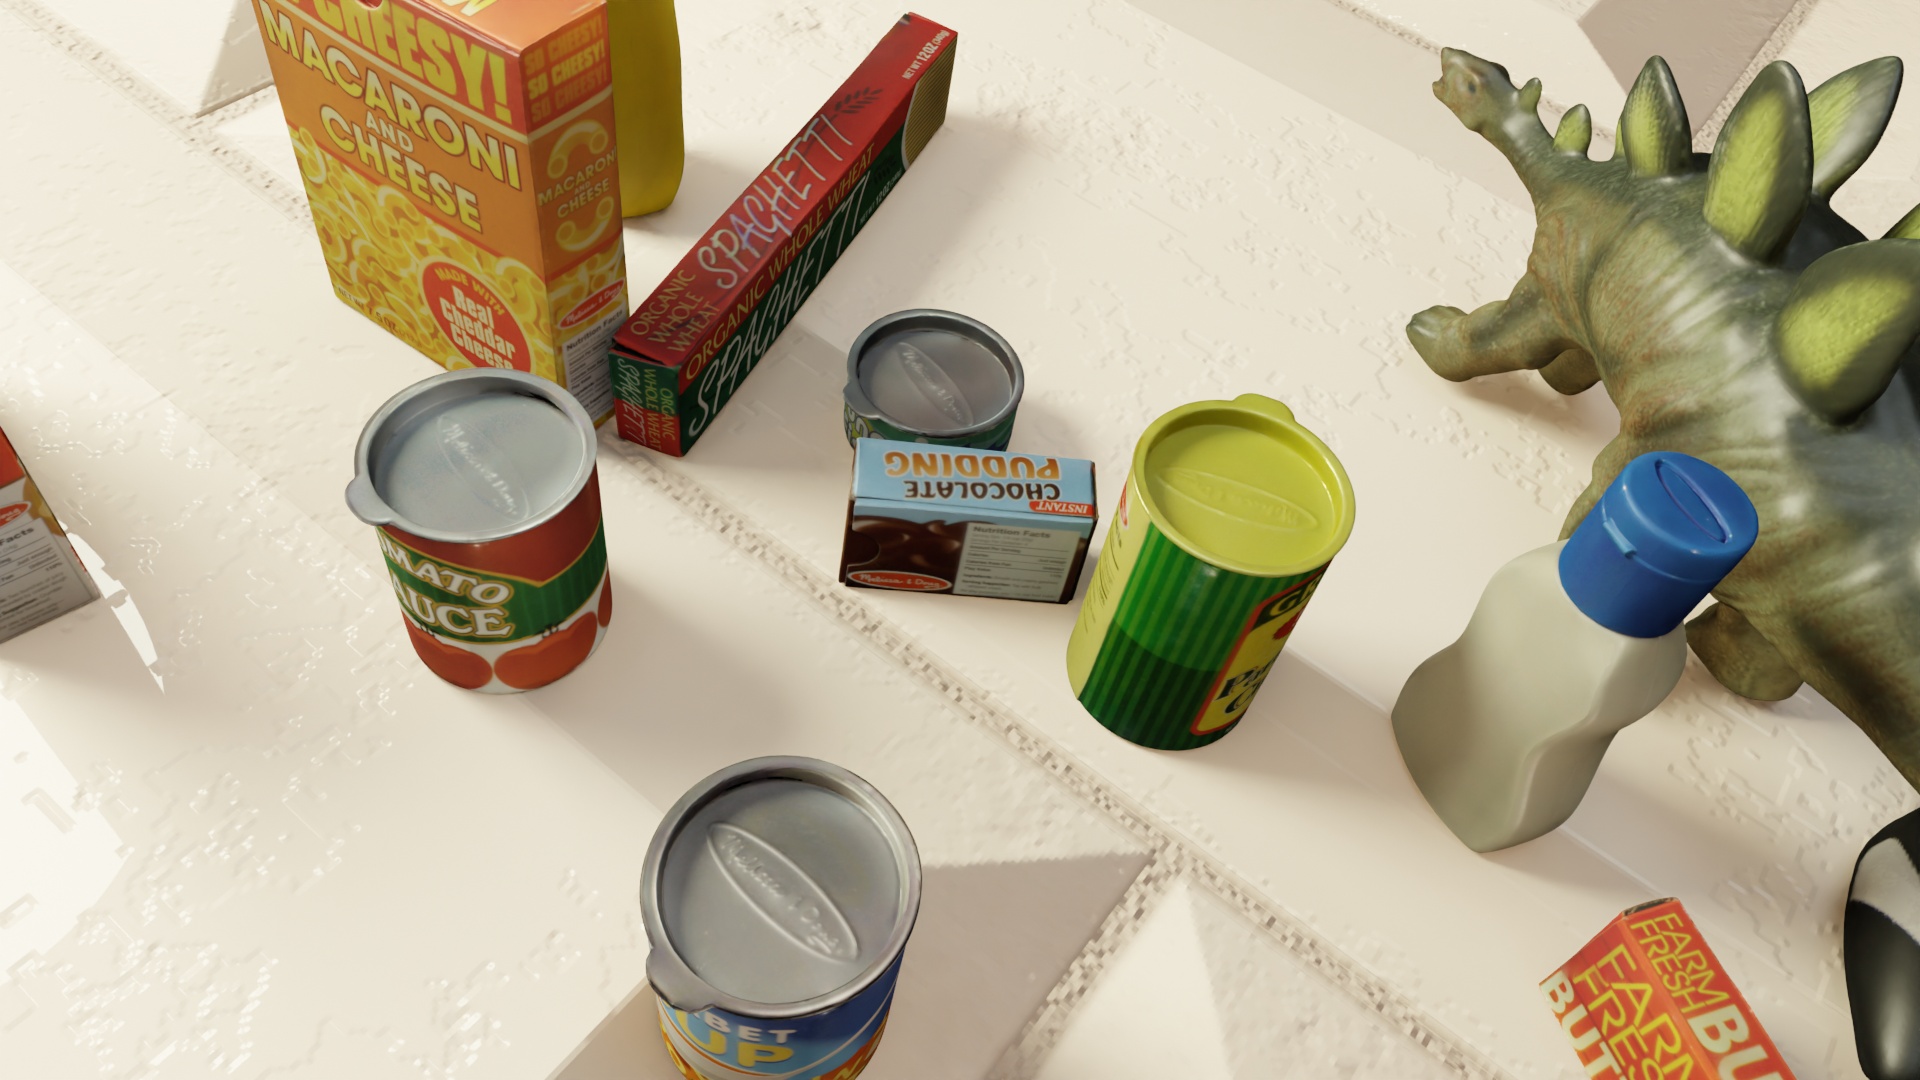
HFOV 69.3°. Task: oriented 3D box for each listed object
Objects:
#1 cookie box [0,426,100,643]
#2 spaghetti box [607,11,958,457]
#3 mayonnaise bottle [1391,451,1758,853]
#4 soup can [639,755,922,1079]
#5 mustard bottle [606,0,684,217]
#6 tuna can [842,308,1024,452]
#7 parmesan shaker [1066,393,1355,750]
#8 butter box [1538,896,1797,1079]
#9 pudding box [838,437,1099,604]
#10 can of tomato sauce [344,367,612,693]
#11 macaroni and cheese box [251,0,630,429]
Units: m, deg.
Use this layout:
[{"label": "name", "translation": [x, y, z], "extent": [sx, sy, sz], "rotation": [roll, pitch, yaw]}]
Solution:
[{"label": "cookie box", "translation": [-0.318, -0.063, 0.395], "extent": [0.040, 0.166, 0.123], "rotation": [-32, 63, -29]}, {"label": "spaghetti box", "translation": [-0.064, -0.133, 0.567], "extent": [0.029, 0.049, 0.251], "rotation": [23, 52, 9]}, {"label": "mayonnaise bottle", "translation": [0.179, 0.035, 0.413], "extent": [0.041, 0.147, 0.065], "rotation": [-12, 55, -18]}, {"label": "soup can", "translation": [-0.049, 0.106, 0.360], "extent": [0.071, 0.083, 0.072], "rotation": [5, 52, -6]}, {"label": "mustard bottle", "translation": [-0.137, -0.202, 0.539], "extent": [0.049, 0.159, 0.065], "rotation": [-18, 57, -22]}, {"label": "tuna can", "translation": [-0.013, -0.052, 0.523], "extent": [0.071, 0.032, 0.071], "rotation": [5, 52, -6]}, {"label": "parmesan shaker", "translation": [0.077, 0.012, 0.442], "extent": [0.071, 0.102, 0.072], "rotation": [5, 52, -6]}, {"label": "butter box", "translation": [0.205, 0.157, 0.382], "extent": [0.024, 0.052, 0.104], "rotation": [-10, 54, -16]}, {"label": "pudding box", "translation": [0.002, -0.006, 0.478], "extent": [0.084, 0.049, 0.030], "rotation": [5, 52, -6]}, {"label": "can of tomato sauce", "translation": [-0.145, 0.000, 0.428], "extent": [0.071, 0.082, 0.071], "rotation": [5, 52, -6]}, {"label": "macaroni and cheese box", "translation": [-0.172, -0.124, 0.468], "extent": [0.124, 0.165, 0.040], "rotation": [32, 54, 15]}]
